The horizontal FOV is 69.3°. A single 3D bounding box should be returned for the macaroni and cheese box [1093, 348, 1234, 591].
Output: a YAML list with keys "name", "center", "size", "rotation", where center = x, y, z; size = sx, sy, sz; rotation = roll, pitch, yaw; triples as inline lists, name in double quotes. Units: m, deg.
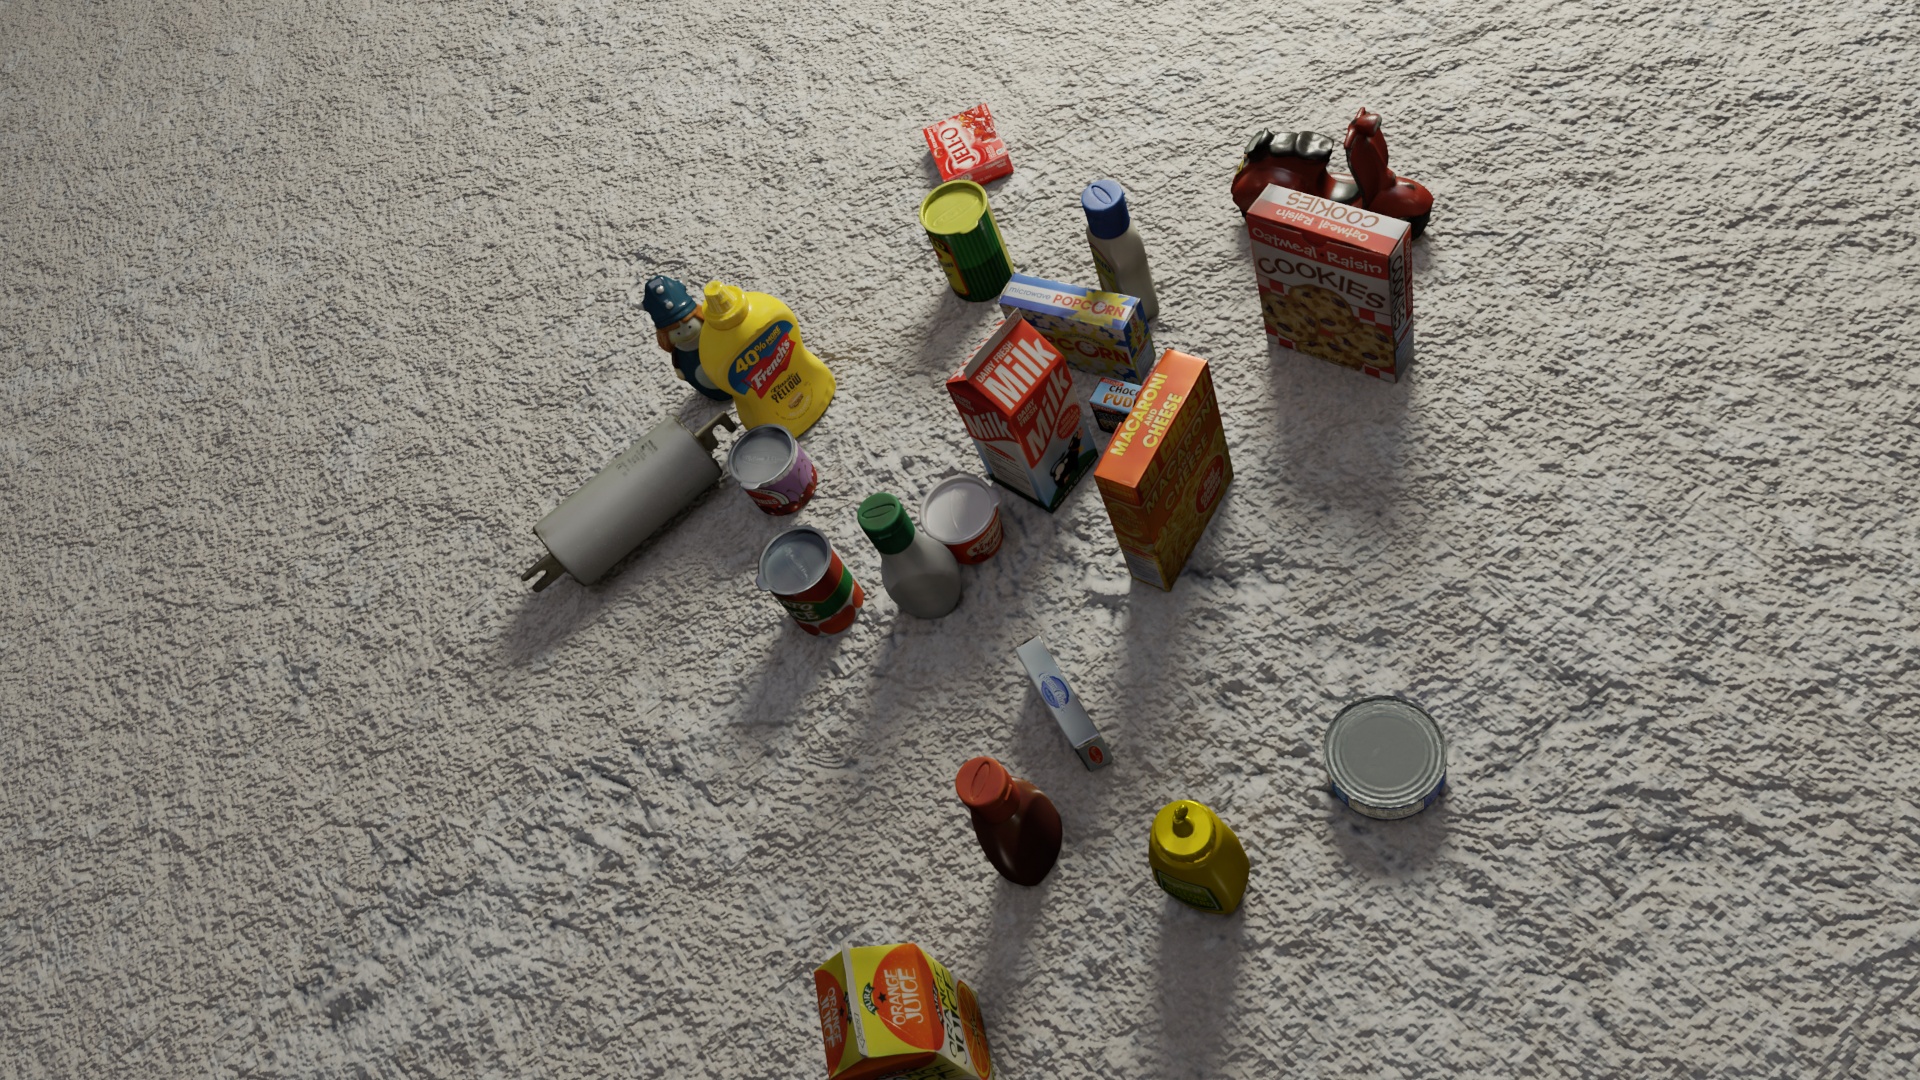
- name: "macaroni and cheese box"
  center: [0.163, -0.052, 1.095]
  size: [0.040, 0.166, 0.124]
  rotation: [21, 69, 28]

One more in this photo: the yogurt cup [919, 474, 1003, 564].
- name: "yogurt cup"
  center: [0.004, -0.015, 1.195]
  size: [0.072, 0.053, 0.073]
  rotation: [-8, 58, 14]

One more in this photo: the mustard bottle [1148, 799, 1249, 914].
- name: "mustard bottle"
  center: [0.157, 0.210, 0.943]
  size: [0.065, 0.159, 0.049]
  rotation: [14, 66, 26]

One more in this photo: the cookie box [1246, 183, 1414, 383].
- name: "cookie box"
  center: [0.306, -0.208, 1.140]
  size: [0.123, 0.166, 0.040]
  rotation: [25, 71, 29]

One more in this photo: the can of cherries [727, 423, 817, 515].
- name: "can of cherries"
  center: [-0.174, -0.063, 1.280]
  size: [0.071, 0.058, 0.072]
  rotation: [-8, 58, 14]

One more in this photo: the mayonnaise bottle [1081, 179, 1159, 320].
- name: "mayonnaise bottle"
  center: [0.140, -0.257, 1.238]
  size: [0.041, 0.147, 0.065]
  rotation: [-34, 56, -3]

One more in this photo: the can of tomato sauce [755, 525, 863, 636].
- name: "can of tomato sauce"
  center: [-0.128, 0.037, 1.190]
  size: [0.071, 0.082, 0.071]
  rotation: [-9, 58, 14]

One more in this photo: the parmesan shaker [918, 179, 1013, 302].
- name: "parmesan shaker"
  center: [0.008, -0.282, 1.324]
  size: [0.071, 0.102, 0.071]
  rotation: [-9, 58, 14]

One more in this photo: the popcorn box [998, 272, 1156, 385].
- name: "popcorn box"
  center: [0.105, -0.190, 1.247]
  size: [0.127, 0.085, 0.038]
  rotation: [17, 68, 27]

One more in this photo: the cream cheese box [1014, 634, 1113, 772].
- name: "cream cheese box"
  center: [0.080, 0.127, 1.083]
  size: [0.024, 0.053, 0.104]
  rotation: [-31, 55, -1]

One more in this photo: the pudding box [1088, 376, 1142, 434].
- name: "pudding box"
  center: [0.158, -0.109, 1.202]
  size: [0.084, 0.049, 0.030]
  rotation: [20, 69, 28]

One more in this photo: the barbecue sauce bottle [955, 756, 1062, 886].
- name: "barbecue sauce bottle"
  center: [0.035, 0.198, 0.999]
  size: [0.044, 0.148, 0.065]
  rotation: [13, 65, 25]

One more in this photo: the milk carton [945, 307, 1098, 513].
- name: "milk carton"
  center: [0.049, -0.110, 1.154]
  size: [0.073, 0.190, 0.072]
  rotation: [31, 74, 31]

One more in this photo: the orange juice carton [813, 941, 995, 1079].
- name: "orange juice carton"
  center: [-0.041, 0.323, 0.922]
  size: [0.073, 0.192, 0.072]
  rotation: [-19, 56, 8]

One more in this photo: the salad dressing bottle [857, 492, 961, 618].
- name: "salad dressing bottle"
  center: [-0.042, 0.013, 1.137]
  size: [0.064, 0.147, 0.044]
  rotation: [-17, 57, 9]
